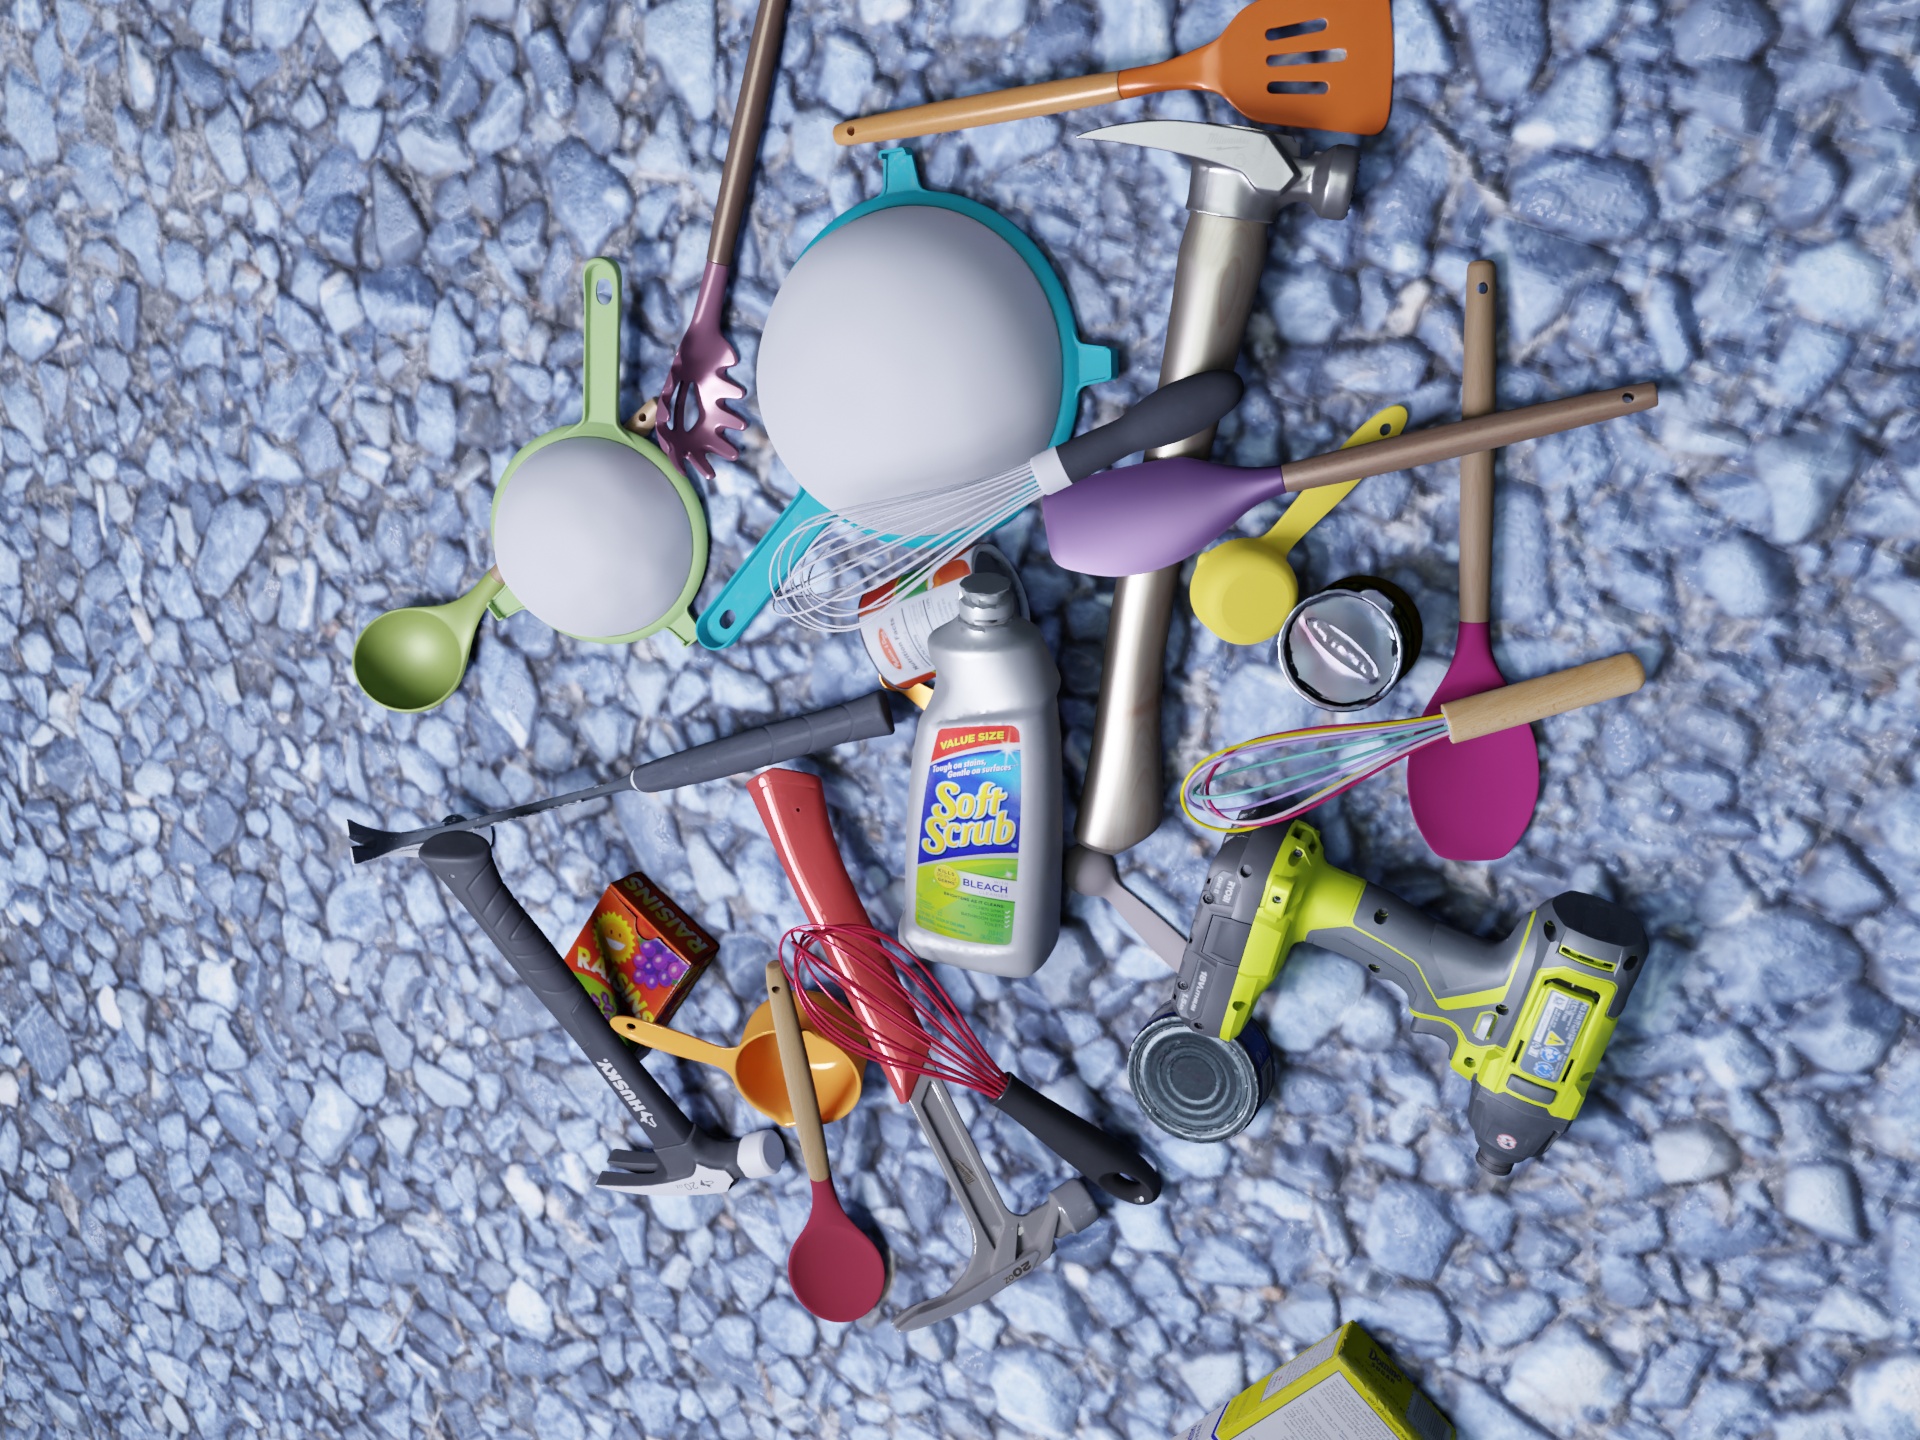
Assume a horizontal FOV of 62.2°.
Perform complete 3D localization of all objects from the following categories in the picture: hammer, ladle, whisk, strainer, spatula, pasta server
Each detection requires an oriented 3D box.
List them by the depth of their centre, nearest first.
[{"bbox_3d":[0.195,-0.130,0.831,0.316,0.018,0.060,-12,88,18],"label":"spatula"},{"bbox_3d":[0.235,0.011,0.839,0.245,0.051,0.047,-17,88,9],"label":"whisk"},{"bbox_3d":[0.020,-0.122,0.863,0.284,0.070,0.070,-24,92,14],"label":"whisk"},{"bbox_3d":[0.071,-0.344,0.873,0.323,0.041,0.081,3,105,30],"label":"spatula"},{"bbox_3d":[0.104,-0.118,0.890,0.146,0.038,0.410,12,111,7],"label":"hammer"},{"bbox_3d":[-0.081,-0.158,0.952,0.211,0.095,0.340,46,116,9],"label":"strainer"},{"bbox_3d":[-0.138,-0.306,0.976,0.040,0.060,0.316,31,113,41],"label":"pasta server"},{"bbox_3d":[0.010,0.216,0.982,0.295,0.073,0.073,37,118,-12],"label":"whisk"},{"bbox_3d":[-0.240,-0.163,1.019,0.151,0.069,0.256,9,111,6],"label":"strainer"},{"bbox_3d":[-0.054,0.198,1.020,0.359,0.149,0.036,63,164,3],"label":"hammer"},{"bbox_3d":[-0.100,0.286,1.065,0.069,0.031,0.315,-5,120,4],"label":"ladle"},{"bbox_3d":[-0.227,0.041,1.068,0.409,0.149,0.036,-15,84,21],"label":"hammer"},{"bbox_3d":[-0.264,0.209,1.098,0.146,0.035,0.334,-18,118,25],"label":"hammer"},{"bbox_3d":[-0.312,-0.114,1.101,0.320,0.062,0.078,-39,89,26],"label":"ladle"}]

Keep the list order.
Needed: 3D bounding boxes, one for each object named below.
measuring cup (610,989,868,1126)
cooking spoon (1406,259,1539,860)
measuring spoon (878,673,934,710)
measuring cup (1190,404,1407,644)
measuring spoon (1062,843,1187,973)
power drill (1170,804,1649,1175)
[{"bbox_3d":[-0.146,0.213,1.075,0.173,0.052,0.095,16,123,1],"label":"measuring cup"},{"bbox_3d":[0.273,-0.078,0.841,0.069,0.017,0.318,0,103,15],"label":"cooking spoon"},{"bbox_3d":[-0.002,-0.003,1.002,0.117,0.011,0.021,33,115,11],"label":"measuring spoon"},{"bbox_3d":[0.187,-0.104,0.855,0.062,0.029,0.156,34,107,-23],"label":"measuring cup"},{"bbox_3d":[0.109,0.124,0.973,0.124,0.018,0.034,43,117,10],"label":"measuring spoon"},{"bbox_3d":[0.240,0.150,0.883,0.223,0.080,0.171,20,118,17],"label":"power drill"}]
